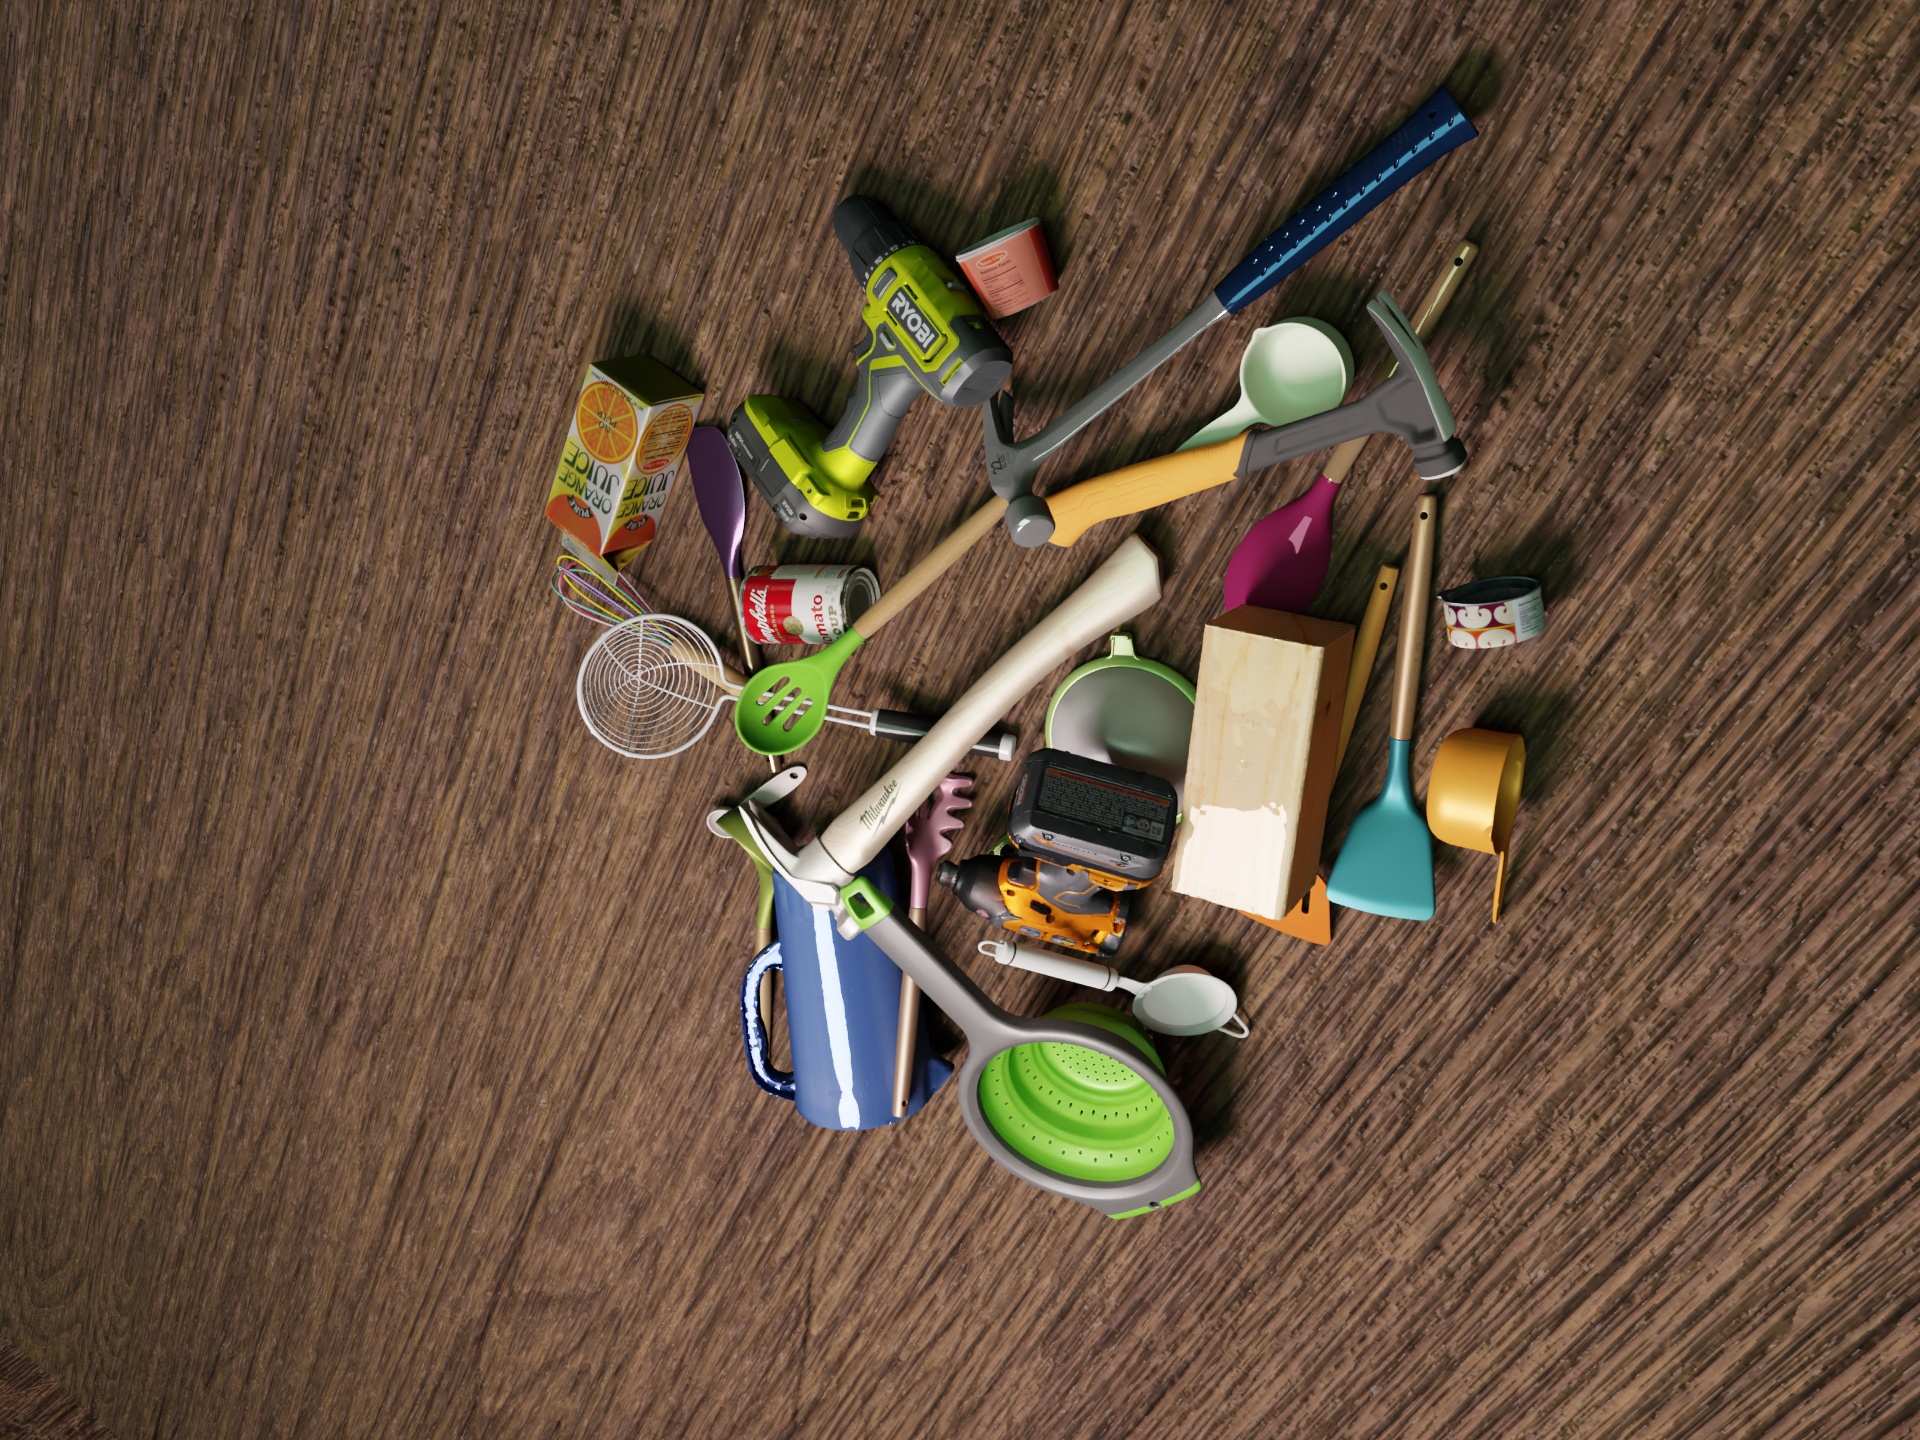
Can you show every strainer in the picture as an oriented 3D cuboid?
[{"bbox_3d":[0.095,0.059,1.294,0.151,0.069,0.256,48,121,2],"label":"strainer"},{"bbox_3d":[0.128,0.211,1.301,0.258,0.050,0.086,18,132,-24],"label":"strainer"}]

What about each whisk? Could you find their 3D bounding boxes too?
[{"bbox_3d":[-0.272,-0.081,1.429,0.245,0.051,0.047,32,120,15],"label":"whisk"}]

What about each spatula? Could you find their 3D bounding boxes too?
[{"bbox_3d":[-0.193,-0.103,1.405,0.060,0.018,0.315,4,112,37],"label":"spatula"},{"bbox_3d":[0.325,-0.008,1.166,0.082,0.044,0.317,10,113,25],"label":"spatula"},{"bbox_3d":[0.283,0.032,1.217,0.081,0.041,0.322,20,114,19],"label":"spatula"}]

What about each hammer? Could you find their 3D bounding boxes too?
[{"bbox_3d":[0.172,-0.290,1.109,0.405,0.035,0.144,-36,52,26],"label":"hammer"},{"bbox_3d":[-0.002,-0.004,1.277,0.146,0.038,0.410,47,107,3],"label":"hammer"},{"bbox_3d":[0.181,-0.191,1.136,0.337,0.034,0.127,-14,114,40],"label":"hammer"}]

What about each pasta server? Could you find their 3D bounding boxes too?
[{"bbox_3d":[-0.035,0.190,1.377,0.040,0.060,0.316,11,96,61],"label":"pasta server"}]

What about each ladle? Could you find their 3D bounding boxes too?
[{"bbox_3d":[-0.198,0.221,1.514,0.078,0.062,0.320,34,130,41],"label":"ladle"}]

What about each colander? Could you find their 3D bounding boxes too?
[{"bbox_3d":[0.053,0.253,1.346,0.204,0.094,0.397,-33,107,36],"label":"colander"}]

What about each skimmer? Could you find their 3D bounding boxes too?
[{"bbox_3d":[-0.137,-0.005,1.337,0.363,0.090,0.127,11,101,10],"label":"skimmer"}]

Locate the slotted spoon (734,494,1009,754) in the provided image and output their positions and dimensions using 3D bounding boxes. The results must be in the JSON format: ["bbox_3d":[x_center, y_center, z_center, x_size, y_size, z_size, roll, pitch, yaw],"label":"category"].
[{"bbox_3d":[-0.061,-0.087,1.281,0.313,0.031,0.070,-42,101,12],"label":"slotted spoon"}]

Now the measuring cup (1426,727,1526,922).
[{"bbox_3d":[0.375,0.081,1.166,0.052,0.095,0.173,13,134,28],"label":"measuring cup"}]

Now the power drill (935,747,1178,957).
[{"bbox_3d":[0.071,0.109,1.253,0.164,0.084,0.226,15,150,-1],"label":"power drill"}]

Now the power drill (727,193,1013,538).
[{"bbox_3d":[-0.082,-0.272,1.238,0.228,0.080,0.191,-46,69,32],"label":"power drill"}]

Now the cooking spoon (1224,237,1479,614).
[{"bbox_3d":[0.276,-0.194,1.130,0.069,0.017,0.318,33,122,11],"label":"cooking spoon"}]

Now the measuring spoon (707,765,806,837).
[{"bbox_3d":[-0.187,0.071,1.477,0.124,0.018,0.034,-33,115,26],"label":"measuring spoon"}]

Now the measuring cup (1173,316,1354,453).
[{"bbox_3d":[0.211,-0.225,1.144,0.083,0.038,0.167,52,133,-3],"label":"measuring cup"}]
